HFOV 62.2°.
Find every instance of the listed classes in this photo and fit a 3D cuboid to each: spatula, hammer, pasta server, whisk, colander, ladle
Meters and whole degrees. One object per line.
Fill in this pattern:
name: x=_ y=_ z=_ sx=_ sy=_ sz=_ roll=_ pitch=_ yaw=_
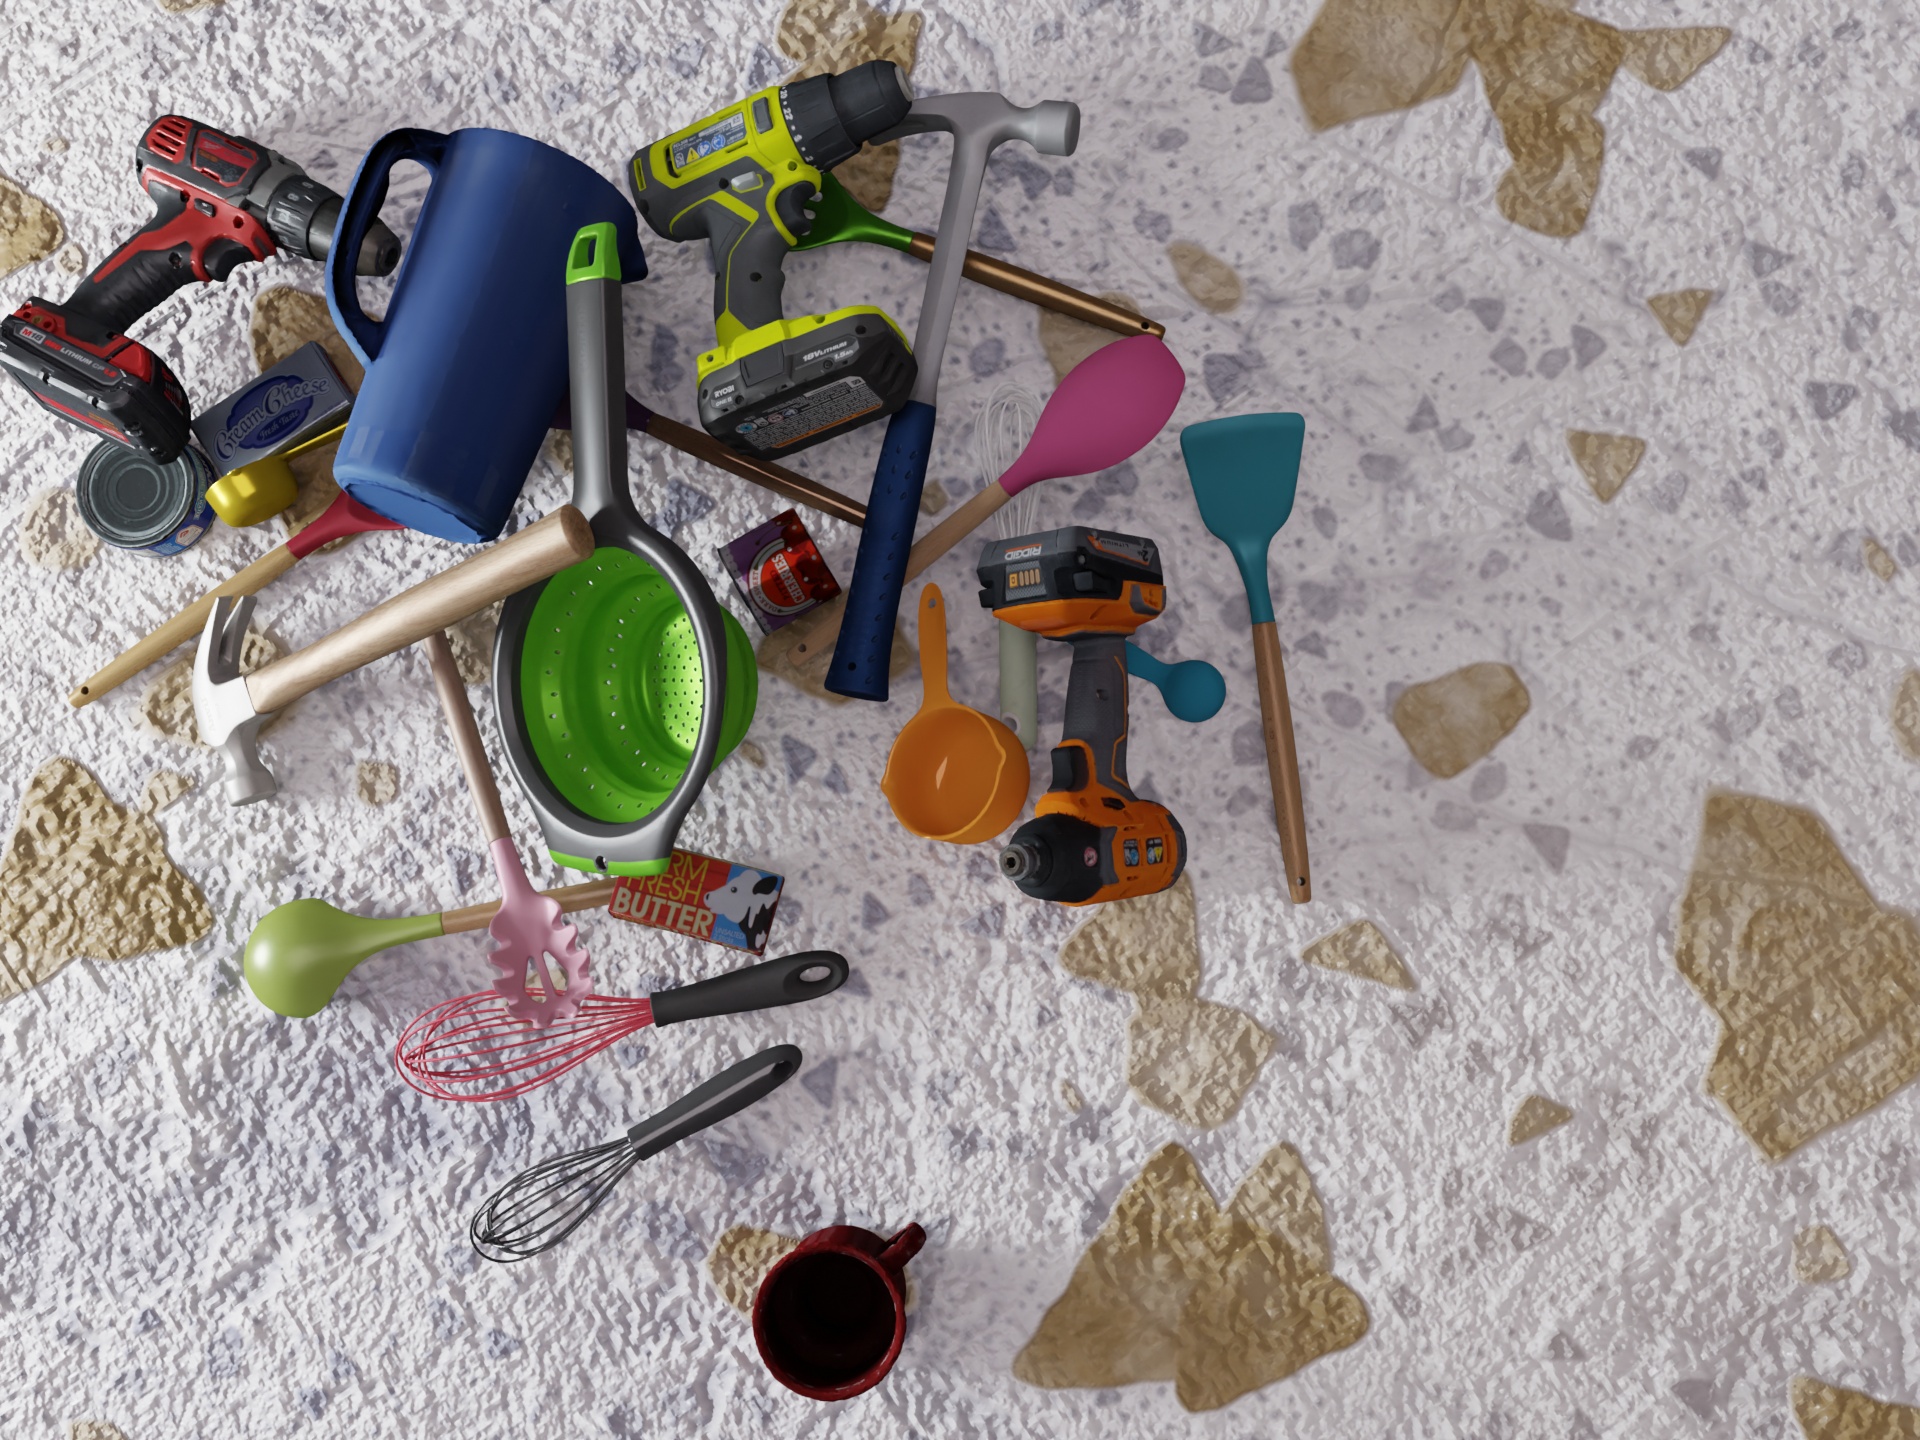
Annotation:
spatula: x=-0.188 y=-0.190 z=1.082 sx=0.316 sy=0.018 sz=0.060 roll=24 pitch=87 yaw=6
hammer: x=-0.368 y=-0.059 z=1.011 sx=0.331 sy=0.031 sz=0.130 roll=-22 pitch=85 yaw=23
spatula: x=0.201 y=-0.039 z=1.036 sx=0.082 sy=0.044 sz=0.317 roll=-7 pitch=85 yaw=-2
pasta server: x=-0.306 y=0.052 z=1.029 sx=0.060 sy=0.040 sz=0.316 roll=-18 pitch=72 yaw=-16
whisk: x=0.038 y=-0.102 z=1.052 sx=0.058 sy=0.059 sz=0.246 roll=-2 pitch=88 yaw=42
colander: x=-0.198 y=-0.105 z=1.004 sx=0.204 sy=0.094 sz=0.397 roll=1 pitch=94 yaw=36
hammer: x=-0.031 y=-0.214 z=1.025 sx=0.144 sy=0.035 sz=0.405 roll=10 pitch=83 yaw=14
ladle: x=-0.475 y=-0.100 z=1.083 sx=0.315 sy=0.031 sz=0.069 roll=-34 pitch=85 yaw=1
ladle: x=-0.311 y=0.131 z=1.050 sx=0.320 sy=0.062 sz=0.078 roll=-11 pitch=72 yaw=-5
whisk: x=-0.206 y=0.276 z=1.025 sx=0.239 sy=0.055 sz=0.055 roll=-30 pitch=84 yaw=-5
whisk: x=-0.217 y=0.191 z=1.028 sx=0.296 sy=0.073 sz=0.073 roll=-12 pitch=84 yaw=-5

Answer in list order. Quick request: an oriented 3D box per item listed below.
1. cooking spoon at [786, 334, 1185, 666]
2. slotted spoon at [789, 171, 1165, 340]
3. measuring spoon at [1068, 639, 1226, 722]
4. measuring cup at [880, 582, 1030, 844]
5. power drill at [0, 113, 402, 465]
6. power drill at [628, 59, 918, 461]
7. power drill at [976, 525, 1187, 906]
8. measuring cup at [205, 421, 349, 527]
cooking spoon: x=0.009 y=-0.133 z=1.025 sx=0.319 sy=0.017 sz=0.069 roll=-38 pitch=81 yaw=15
slotted spoon: x=-0.010 y=-0.314 z=1.082 sx=0.314 sy=0.031 sz=0.070 roll=21 pitch=86 yaw=3
measuring spoon: x=0.116 y=-0.040 z=1.050 sx=0.128 sy=0.021 sz=0.042 roll=27 pitch=86 yaw=5
measuring cup: x=-0.002 y=-0.003 z=1.034 sx=0.095 sy=0.052 sz=0.174 roll=-16 pitch=68 yaw=30
power drill: x=-0.504 y=-0.286 z=1.063 sx=0.188 sy=0.080 sz=0.227 roll=26 pitch=72 yaw=6
power drill: x=-0.103 y=-0.298 z=1.003 sx=0.190 sy=0.080 sz=0.229 roll=-18 pitch=72 yaw=17
power drill: x=0.070 y=0.000 z=0.974 sx=0.084 sy=0.164 sz=0.226 roll=-7 pitch=86 yaw=35
measuring cup: x=-0.433 y=-0.176 z=1.081 sx=0.156 sy=0.062 sz=0.029 roll=-30 pitch=94 yaw=-11
